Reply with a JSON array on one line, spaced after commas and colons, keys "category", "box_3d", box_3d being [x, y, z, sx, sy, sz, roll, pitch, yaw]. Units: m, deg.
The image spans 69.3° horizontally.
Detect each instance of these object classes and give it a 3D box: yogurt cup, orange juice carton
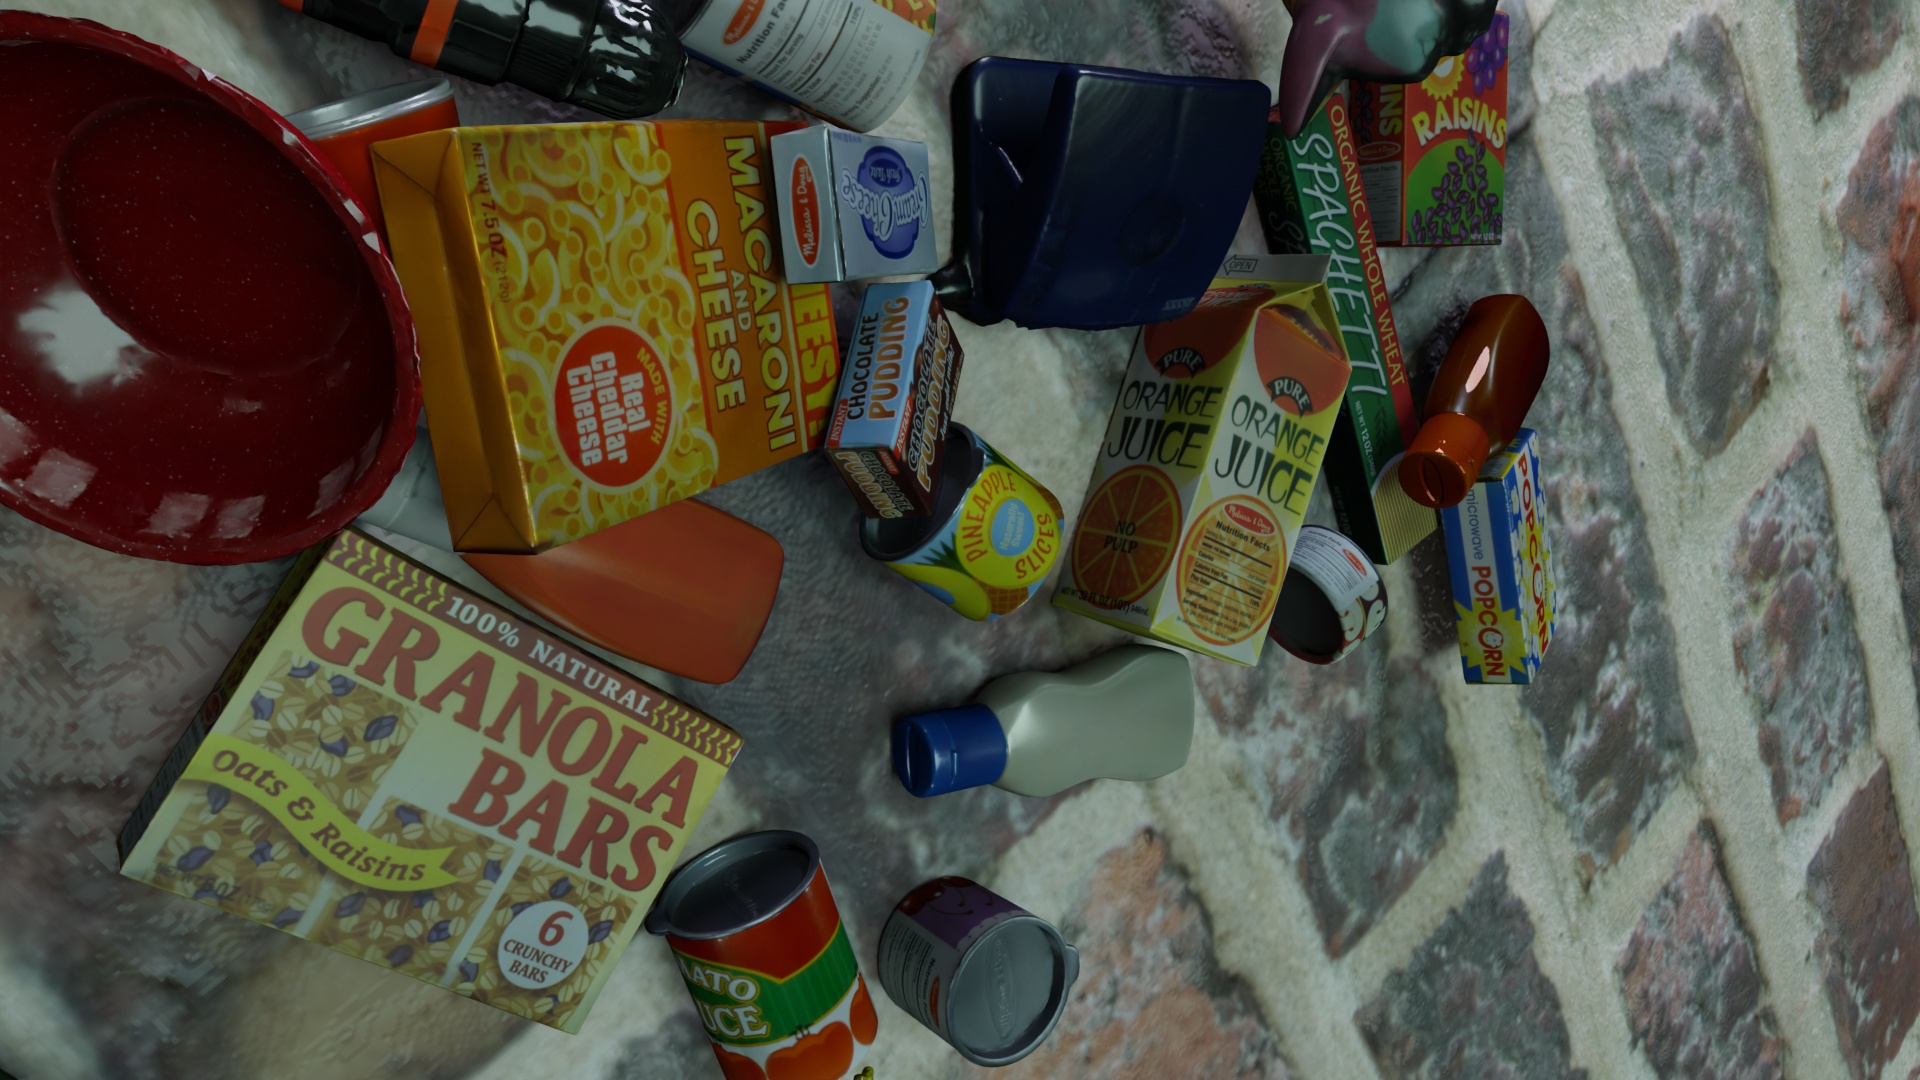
[{"category": "yogurt cup", "box_3d": [-0.185, -0.110, 0.438, 0.073, 0.072, 0.053, -29, 121, -28]}, {"category": "orange juice carton", "box_3d": [0.119, -0.045, 0.651, 0.073, 0.072, 0.192, 22, 85, -35]}]

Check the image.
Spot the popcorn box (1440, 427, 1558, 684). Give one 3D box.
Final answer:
[{"category": "popcorn box", "box_3d": [0.309, 0.008, 0.795, 0.085, 0.038, 0.126, -36, 118, -51]}]

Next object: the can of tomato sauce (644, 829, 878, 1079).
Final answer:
[{"category": "can of tomato sauce", "box_3d": [-0.077, 0.169, 0.550, 0.071, 0.071, 0.082, -28, 113, -28]}]

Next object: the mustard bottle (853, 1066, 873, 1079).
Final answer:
[{"category": "mustard bottle", "box_3d": [-0.088, 0.283, 0.569, 0.161, 0.049, 0.065, -49, 122, -19]}]

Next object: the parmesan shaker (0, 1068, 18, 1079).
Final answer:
[{"category": "parmesan shaker", "box_3d": [-0.288, 0.194, 0.409, 0.071, 0.071, 0.103, -47, 119, -20]}]

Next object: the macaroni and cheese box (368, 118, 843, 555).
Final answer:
[{"category": "macaroni and cheese box", "box_3d": [-0.107, -0.077, 0.470, 0.167, 0.040, 0.123, -29, 116, -57]}]

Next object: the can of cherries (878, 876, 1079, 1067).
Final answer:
[{"category": "can of cherries", "box_3d": [0.008, 0.189, 0.617, 0.072, 0.058, 0.071, -5, 99, -34]}]

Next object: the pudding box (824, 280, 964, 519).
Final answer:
[{"category": "pudding box", "box_3d": [-0.025, -0.056, 0.547, 0.049, 0.030, 0.084, 61, 33, -52]}]

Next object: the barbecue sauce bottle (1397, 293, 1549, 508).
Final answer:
[{"category": "barbecue sauce bottle", "box_3d": [0.277, -0.073, 0.749, 0.149, 0.043, 0.064, -48, 124, -39]}]

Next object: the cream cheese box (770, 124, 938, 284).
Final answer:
[{"category": "cream cheese box", "box_3d": [-0.037, -0.126, 0.526, 0.104, 0.024, 0.053, -34, 121, -68]}]

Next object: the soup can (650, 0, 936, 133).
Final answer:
[{"category": "soup can", "box_3d": [-0.061, -0.197, 0.510, 0.084, 0.071, 0.071, 16, 88, -36]}]

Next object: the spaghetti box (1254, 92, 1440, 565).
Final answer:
[{"category": "spaghetti box", "box_3d": [0.201, -0.106, 0.725, 0.050, 0.028, 0.249, -32, 114, -28]}]

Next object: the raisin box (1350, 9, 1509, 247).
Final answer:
[{"category": "raisin box", "box_3d": [0.248, -0.218, 0.735, 0.086, 0.040, 0.123, -8, 101, -33]}]

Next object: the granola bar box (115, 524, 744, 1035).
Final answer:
[{"category": "granola bar box", "box_3d": [-0.177, 0.085, 0.486, 0.165, 0.039, 0.124, 36, 77, -33]}]

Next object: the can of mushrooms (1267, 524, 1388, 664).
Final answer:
[{"category": "can of mushrooms", "box_3d": [0.181, 0.030, 0.710, 0.033, 0.071, 0.070, -34, 115, -26]}]

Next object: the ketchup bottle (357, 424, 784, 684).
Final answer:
[{"category": "ketchup bottle", "box_3d": [-0.138, 0.001, 0.497, 0.149, 0.043, 0.065, 26, 81, -34]}]

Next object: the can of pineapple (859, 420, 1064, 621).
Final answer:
[{"category": "can of pineapple", "box_3d": [0.002, -0.007, 0.577, 0.058, 0.071, 0.071, 35, 77, -34]}]

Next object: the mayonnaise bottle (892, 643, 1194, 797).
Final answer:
[{"category": "mayonnaise bottle", "box_3d": [0.041, 0.086, 0.636, 0.148, 0.041, 0.064, -6, 99, -33]}]
